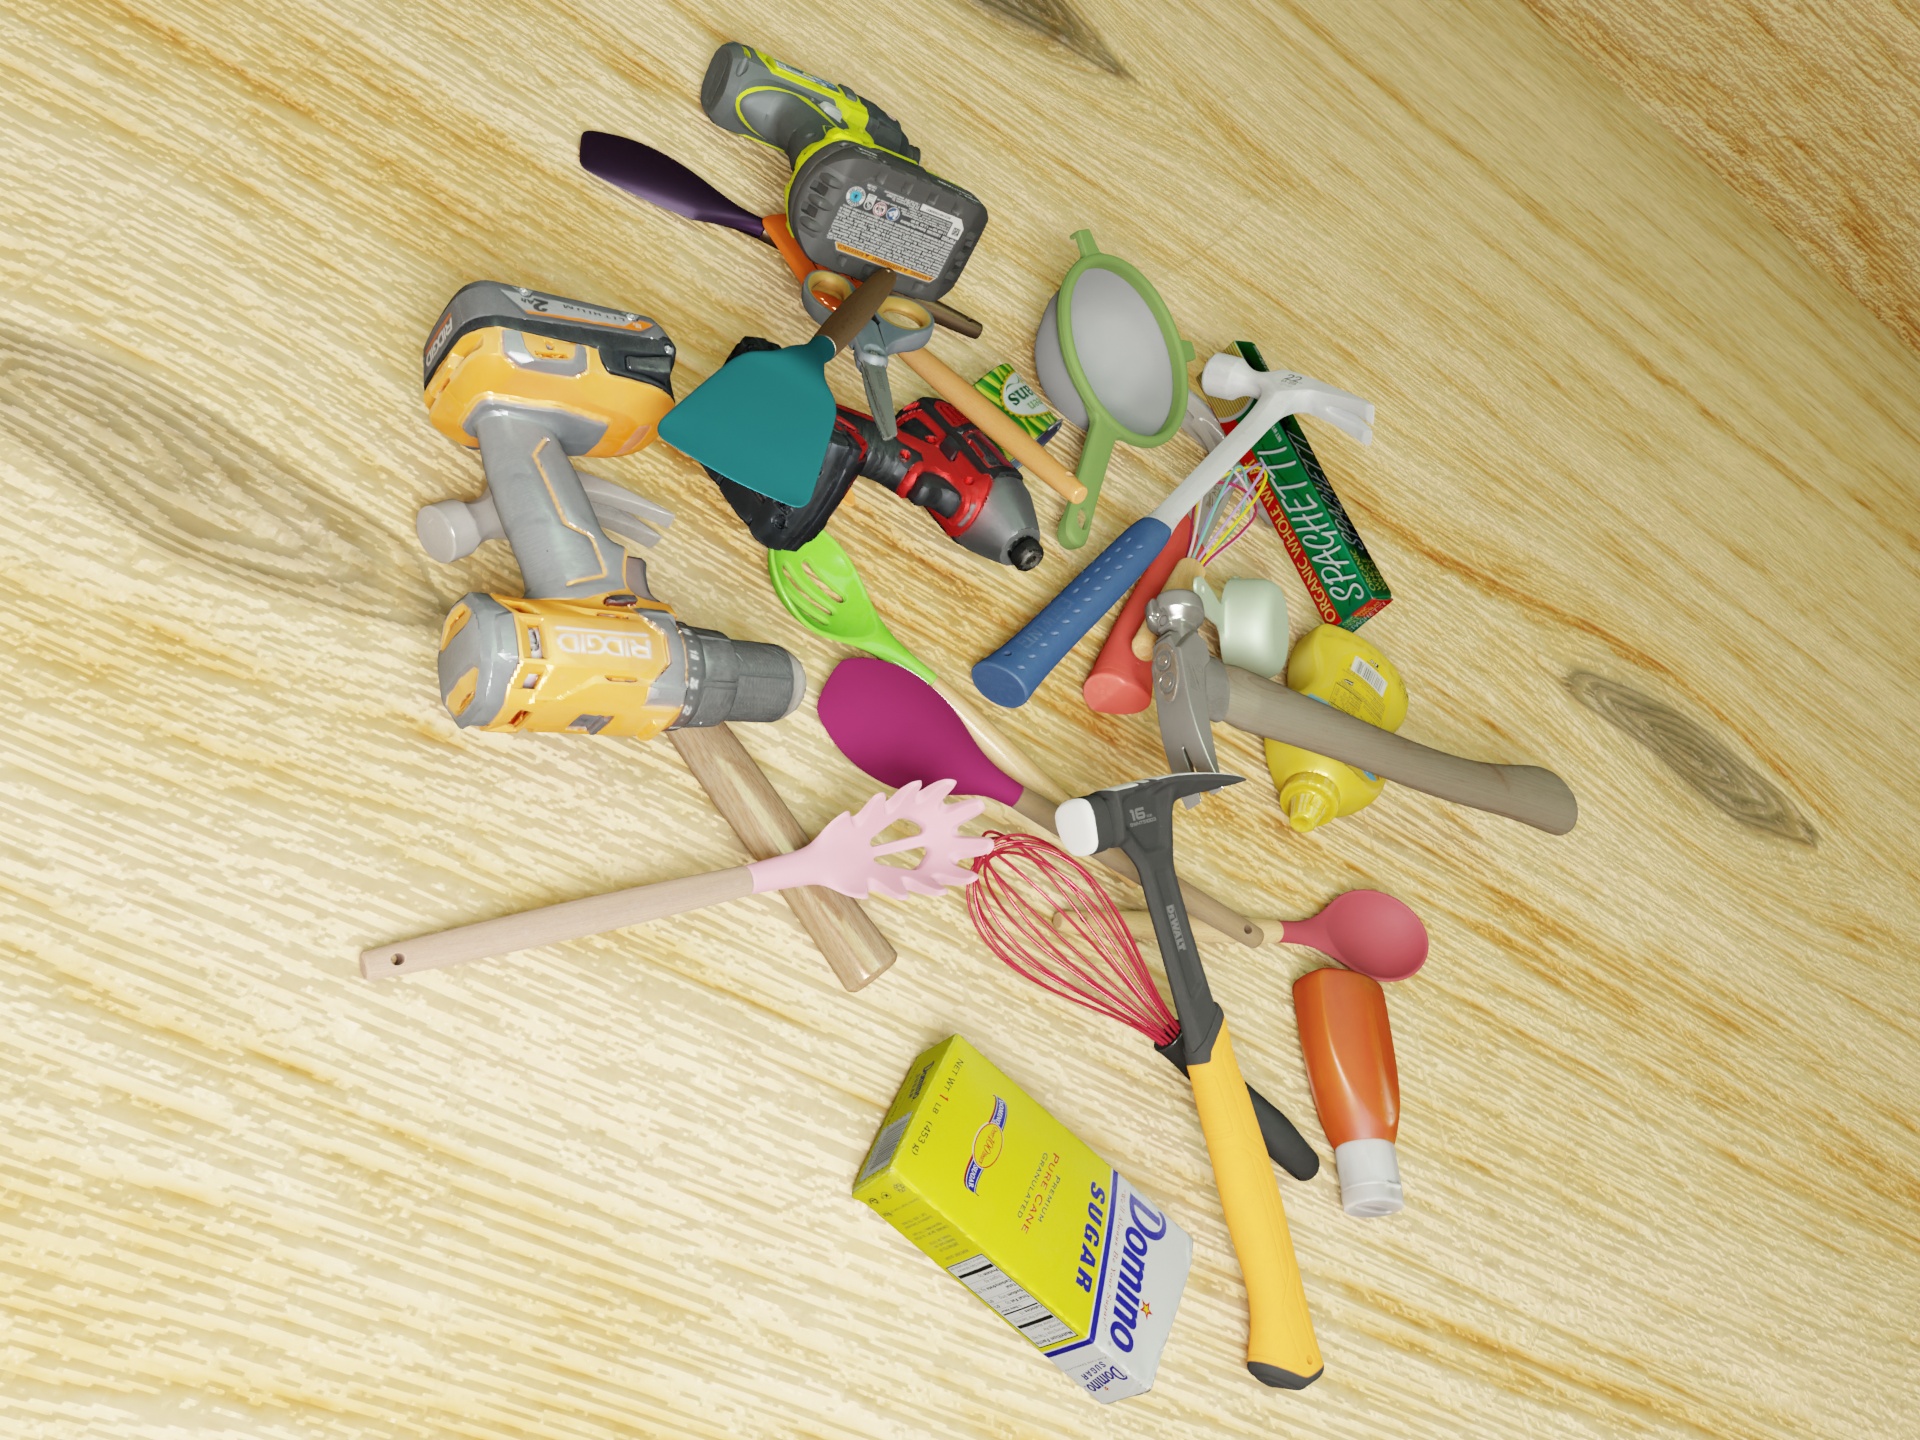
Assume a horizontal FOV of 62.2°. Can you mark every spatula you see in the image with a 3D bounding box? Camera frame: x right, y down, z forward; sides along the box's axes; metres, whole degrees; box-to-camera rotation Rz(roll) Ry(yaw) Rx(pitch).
[{"bbox_3d":[-0.078,-0.209,0.901,0.082,0.044,0.318,27,29,-4],"label":"spatula"},{"bbox_3d":[-0.020,-0.242,1.047,0.081,0.041,0.323,-13,47,-41],"label":"spatula"},{"bbox_3d":[-0.117,-0.336,1.117,0.315,0.018,0.060,19,48,-28],"label":"spatula"}]

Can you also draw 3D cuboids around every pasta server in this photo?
[{"bbox_3d":[-0.124,0.081,0.765,0.316,0.040,0.060,-10,84,-34],"label":"pasta server"}]

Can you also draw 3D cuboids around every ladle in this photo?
[{"bbox_3d":[0.186,0.136,1.026,0.315,0.031,0.069,8,54,-34],"label":"ladle"}]

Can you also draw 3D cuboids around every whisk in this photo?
[{"bbox_3d":[0.107,0.169,0.915,0.295,0.073,0.073,45,42,-13],"label":"whisk"},{"bbox_3d":[0.168,-0.117,1.135,0.047,0.051,0.245,18,44,16],"label":"whisk"}]

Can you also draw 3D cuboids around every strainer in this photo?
[{"bbox_3d":[0.092,-0.228,1.190,0.151,0.069,0.256,37,56,-34],"label":"strainer"}]

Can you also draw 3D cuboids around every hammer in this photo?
[{"bbox_3d":[0.155,-0.126,1.182,0.149,0.036,0.359,42,42,-8],"label":"hammer"},{"bbox_3d":[0.146,-0.139,1.104,0.144,0.035,0.405,22,50,29],"label":"hammer"},{"bbox_3d":[0.294,0.031,1.098,0.410,0.038,0.146,17,53,-32],"label":"hammer"},{"bbox_3d":[0.145,0.195,0.878,0.127,0.034,0.337,-10,84,-39],"label":"hammer"},{"bbox_3d":[-0.141,0.001,0.845,0.331,0.031,0.130,53,43,4],"label":"hammer"}]

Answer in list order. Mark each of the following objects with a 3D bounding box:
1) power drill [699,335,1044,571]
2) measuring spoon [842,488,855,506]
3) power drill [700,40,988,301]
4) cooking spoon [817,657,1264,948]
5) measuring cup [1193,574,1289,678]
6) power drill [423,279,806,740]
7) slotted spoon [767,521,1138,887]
[{"bbox_3d":[-0.045,-0.151,0.972,0.219,0.078,0.143,3,42,-49],"label":"power drill"},{"bbox_3d":[-0.106,-0.183,1.025,0.117,0.011,0.021,53,37,-2],"label":"measuring spoon"},{"bbox_3d":[-0.074,-0.388,1.114,0.171,0.080,0.223,10,35,-34],"label":"power drill"},{"bbox_3d":[0.055,0.058,0.955,0.318,0.017,0.069,31,68,-15],"label":"cooking spoon"},{"bbox_3d":[0.199,-0.075,1.119,0.167,0.038,0.083,26,66,-65],"label":"measuring cup"},{"bbox_3d":[-0.175,-0.096,0.805,0.185,0.084,0.226,4,64,-38],"label":"power drill"},{"bbox_3d":[-0.002,-0.003,0.969,0.313,0.031,0.070,43,43,-10],"label":"slotted spoon"}]
